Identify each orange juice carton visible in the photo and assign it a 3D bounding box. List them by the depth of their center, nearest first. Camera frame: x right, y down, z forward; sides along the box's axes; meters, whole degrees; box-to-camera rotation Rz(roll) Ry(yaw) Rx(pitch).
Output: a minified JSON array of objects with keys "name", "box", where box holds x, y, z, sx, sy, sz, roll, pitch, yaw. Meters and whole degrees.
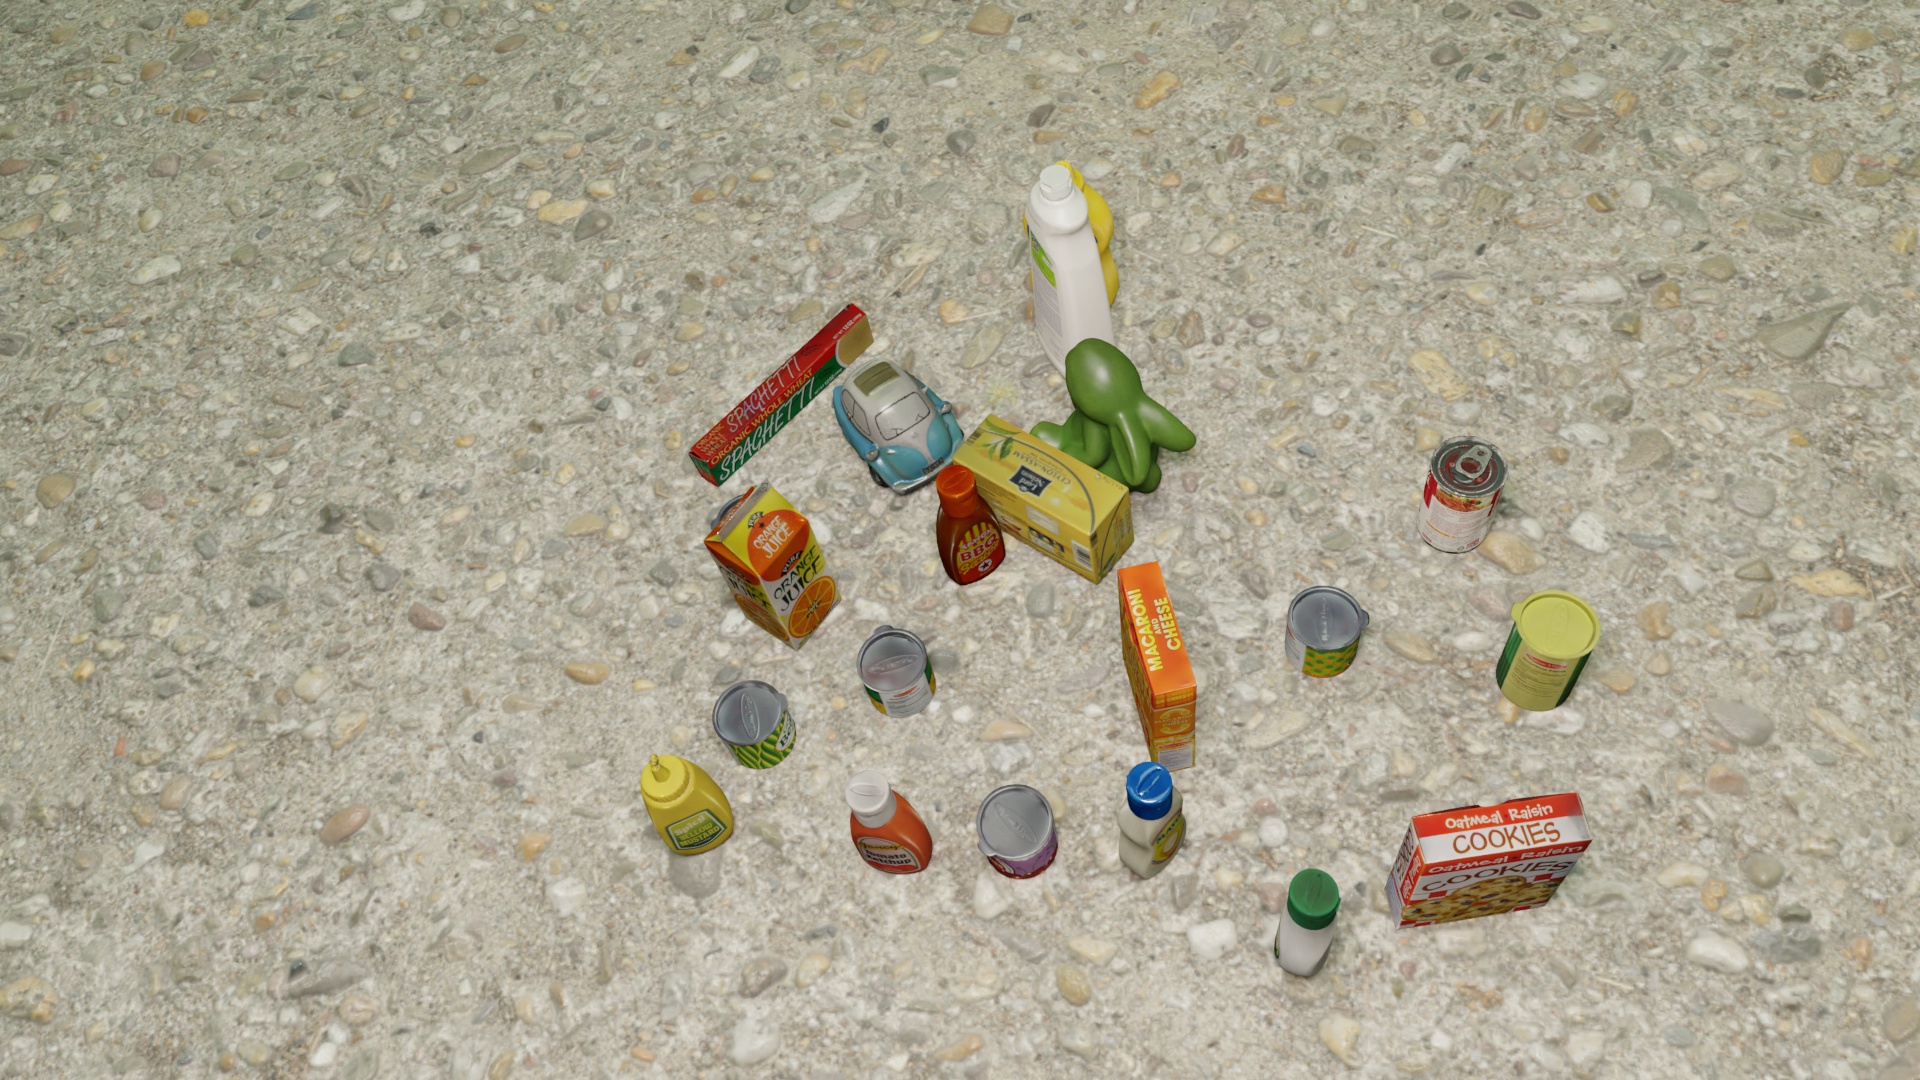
[{"name":"orange juice carton","box":[-0.179,0.019,1.302,0.073,0.191,0.072,29,67,24]}]

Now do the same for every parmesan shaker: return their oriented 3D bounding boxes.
[{"name":"parmesan shaker","box":[0.502,0.095,1.198,0.071,0.102,0.071,-4,58,7]}]

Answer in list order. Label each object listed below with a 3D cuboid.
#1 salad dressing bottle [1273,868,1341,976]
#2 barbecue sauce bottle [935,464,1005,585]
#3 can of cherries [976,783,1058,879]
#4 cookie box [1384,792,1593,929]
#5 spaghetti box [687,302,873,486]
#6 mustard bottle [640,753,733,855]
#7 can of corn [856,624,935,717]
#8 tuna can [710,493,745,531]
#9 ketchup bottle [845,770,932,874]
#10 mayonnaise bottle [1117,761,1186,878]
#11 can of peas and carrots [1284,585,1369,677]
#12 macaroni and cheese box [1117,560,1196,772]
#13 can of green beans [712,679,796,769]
[{"name":"salad dressing bottle","box":[0.271,0.296,1.081,0.044,0.147,0.064,17,62,19]},{"name":"barbecue sauce bottle","box":[0.005,-0.017,1.321,0.065,0.148,0.044,-33,59,-12]},{"name":"can of cherries","box":[0.047,0.253,1.197,0.071,0.058,0.072,-4,58,7]},{"name":"cookie box","box":[0.404,0.250,1.077,0.123,0.166,0.040,-10,57,3]},{"name":"spaghetti box","box":[-0.190,-0.158,1.500,0.029,0.050,0.251,34,69,26]},{"name":"mustard bottle","box":[-0.244,0.223,1.201,0.065,0.159,0.049,-25,58,-6]},{"name":"can of corn","box":[-0.060,0.122,1.297,0.071,0.058,0.071,-4,58,7]},{"name":"tuna can","box":[-0.217,-0.012,1.422,0.071,0.032,0.071,-4,57,7]},{"name":"ketchup bottle","box":[-0.065,0.237,1.171,0.065,0.148,0.044,4,59,12]},{"name":"mayonnaise bottle","box":[0.157,0.227,1.142,0.041,0.147,0.065,35,70,26]},{"name":"can of peas and carrots","box":[0.331,0.083,1.259,0.071,0.058,0.071,-4,58,7]},{"name":"macaroni and cheese box","box":[0.169,0.113,1.202,0.040,0.165,0.124,-13,57,1]},{"name":"can of green beans","box":[-0.190,0.171,1.287,0.071,0.057,0.071,-4,58,7]}]
